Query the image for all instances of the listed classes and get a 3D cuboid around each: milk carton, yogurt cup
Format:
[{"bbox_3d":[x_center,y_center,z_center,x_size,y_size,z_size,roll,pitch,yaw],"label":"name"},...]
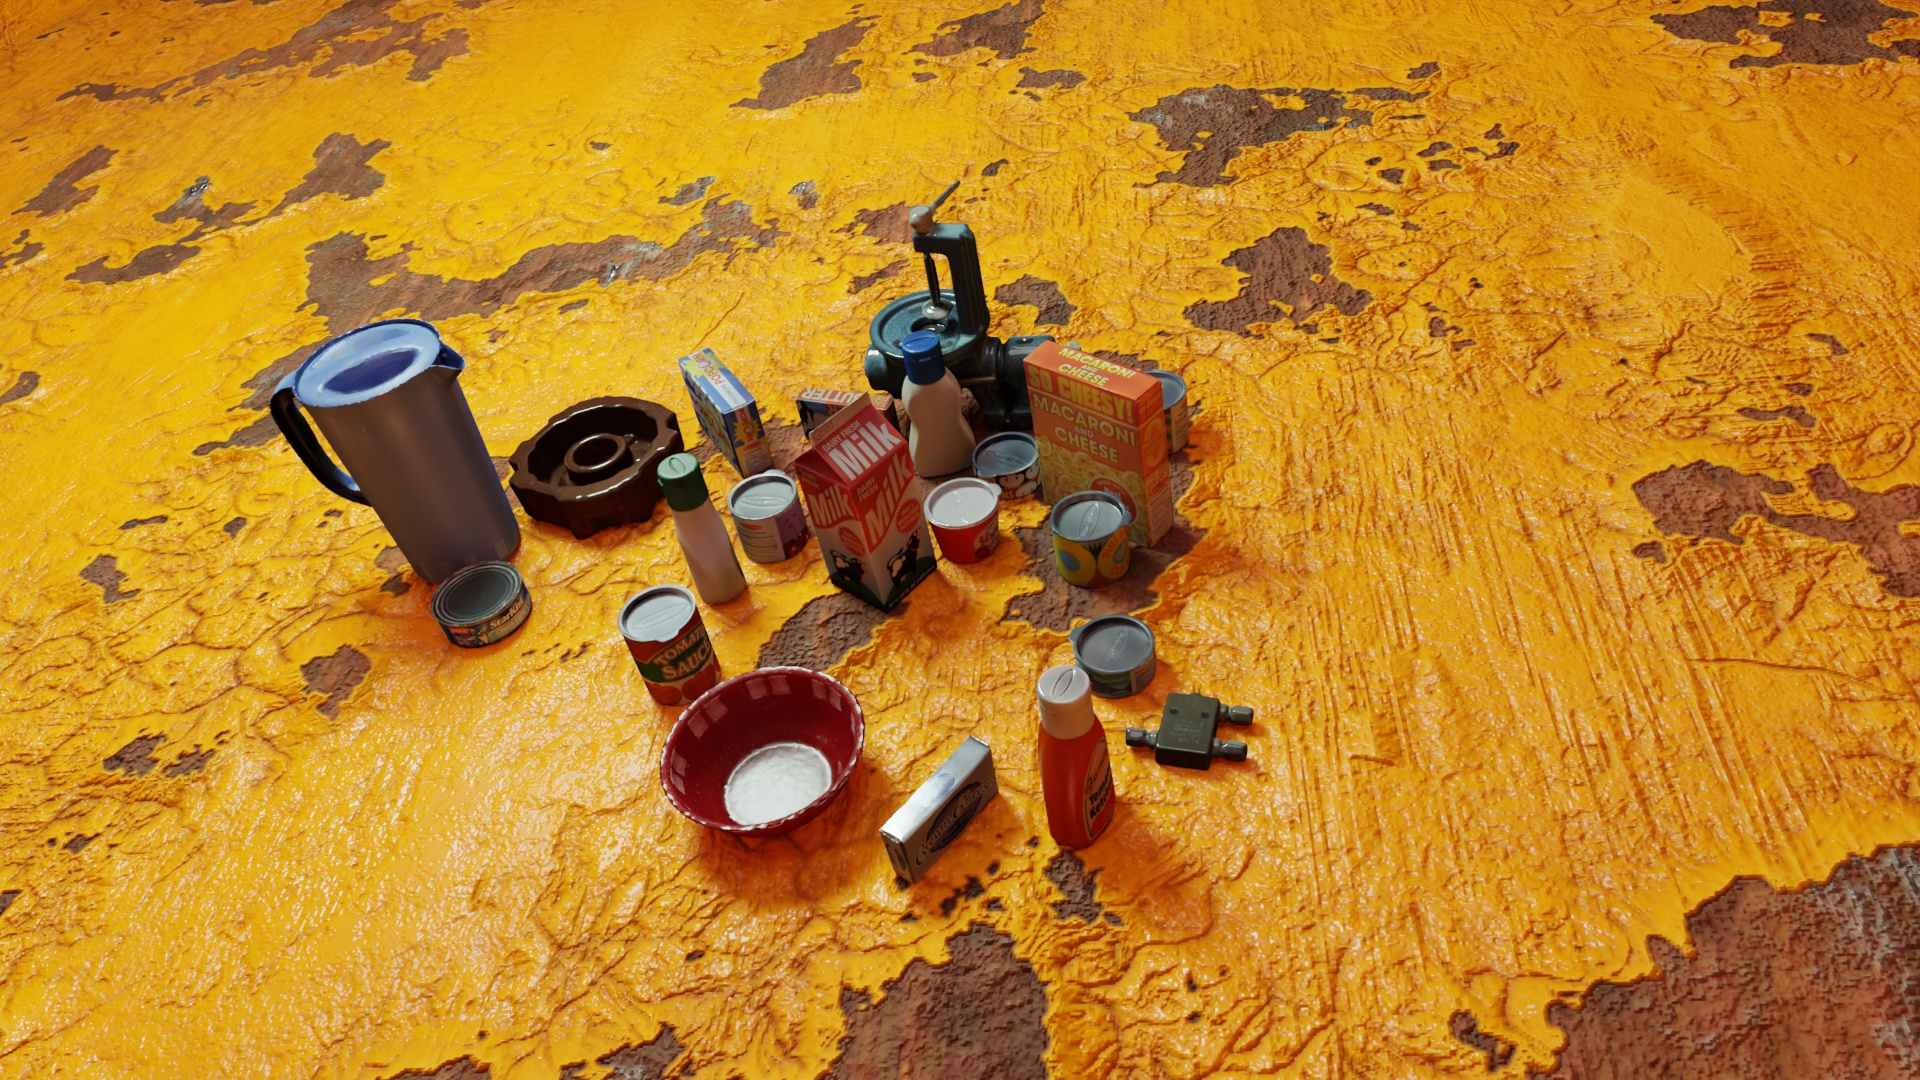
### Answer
[{"bbox_3d":[-0.084,-0.036,1.200,0.073,0.189,0.073,25,53,35],"label":"milk carton"},{"bbox_3d":[0.004,-0.016,1.260,0.072,0.053,0.073,-7,41,6],"label":"yogurt cup"}]

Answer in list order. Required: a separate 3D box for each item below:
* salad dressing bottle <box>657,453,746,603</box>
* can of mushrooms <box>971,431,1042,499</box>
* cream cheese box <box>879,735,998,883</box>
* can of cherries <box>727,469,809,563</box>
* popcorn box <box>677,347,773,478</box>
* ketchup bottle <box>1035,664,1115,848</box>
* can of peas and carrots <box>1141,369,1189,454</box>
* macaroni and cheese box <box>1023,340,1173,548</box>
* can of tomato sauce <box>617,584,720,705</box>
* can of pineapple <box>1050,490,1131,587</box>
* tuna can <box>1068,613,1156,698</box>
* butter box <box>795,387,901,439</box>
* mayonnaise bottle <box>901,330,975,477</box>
[{"bbox_3d":[-0.231,-0.010,1.237,0.044,0.147,0.064,-27,43,-17],"label":"salad dressing bottle"},{"bbox_3d":[0.044,-0.070,1.328,0.071,0.033,0.071,-7,41,6],"label":"can of mushrooms"},{"bbox_3d":[-0.013,0.198,1.023,0.024,0.053,0.104,24,52,34],"label":"cream cheese box"},{"bbox_3d":[-0.178,-0.023,1.307,0.071,0.058,0.072,-7,41,6],"label":"can of cherries"},{"bbox_3d":[-0.241,-0.132,1.424,0.038,0.084,0.127,-27,43,-17],"label":"popcorn box"},{"bbox_3d":[0.080,0.151,0.984,0.043,0.148,0.065,13,47,26],"label":"ketchup bottle"},{"bbox_3d":[0.184,-0.122,1.335,0.071,0.058,0.071,-7,41,6],"label":"can of peas and carrots"},{"bbox_3d":[0.123,-0.085,1.226,0.124,0.165,0.040,25,53,35],"label":"macaroni and cheese box"},{"bbox_3d":[-0.244,0.090,1.176,0.071,0.082,0.071,-7,41,6],"label":"can of tomato sauce"},{"bbox_3d":[0.116,0.000,1.214,0.071,0.057,0.071,-7,41,6],"label":"can of pineapple"},{"bbox_3d":[0.123,0.093,1.126,0.071,0.032,0.071,-7,41,6],"label":"tuna can"},{"bbox_3d":[-0.113,-0.125,1.411,0.103,0.052,0.024,7,45,21],"label":"butter box"},{"bbox_3d":[-0.026,-0.130,1.324,0.065,0.147,0.041,-14,41,-2],"label":"mayonnaise bottle"}]
